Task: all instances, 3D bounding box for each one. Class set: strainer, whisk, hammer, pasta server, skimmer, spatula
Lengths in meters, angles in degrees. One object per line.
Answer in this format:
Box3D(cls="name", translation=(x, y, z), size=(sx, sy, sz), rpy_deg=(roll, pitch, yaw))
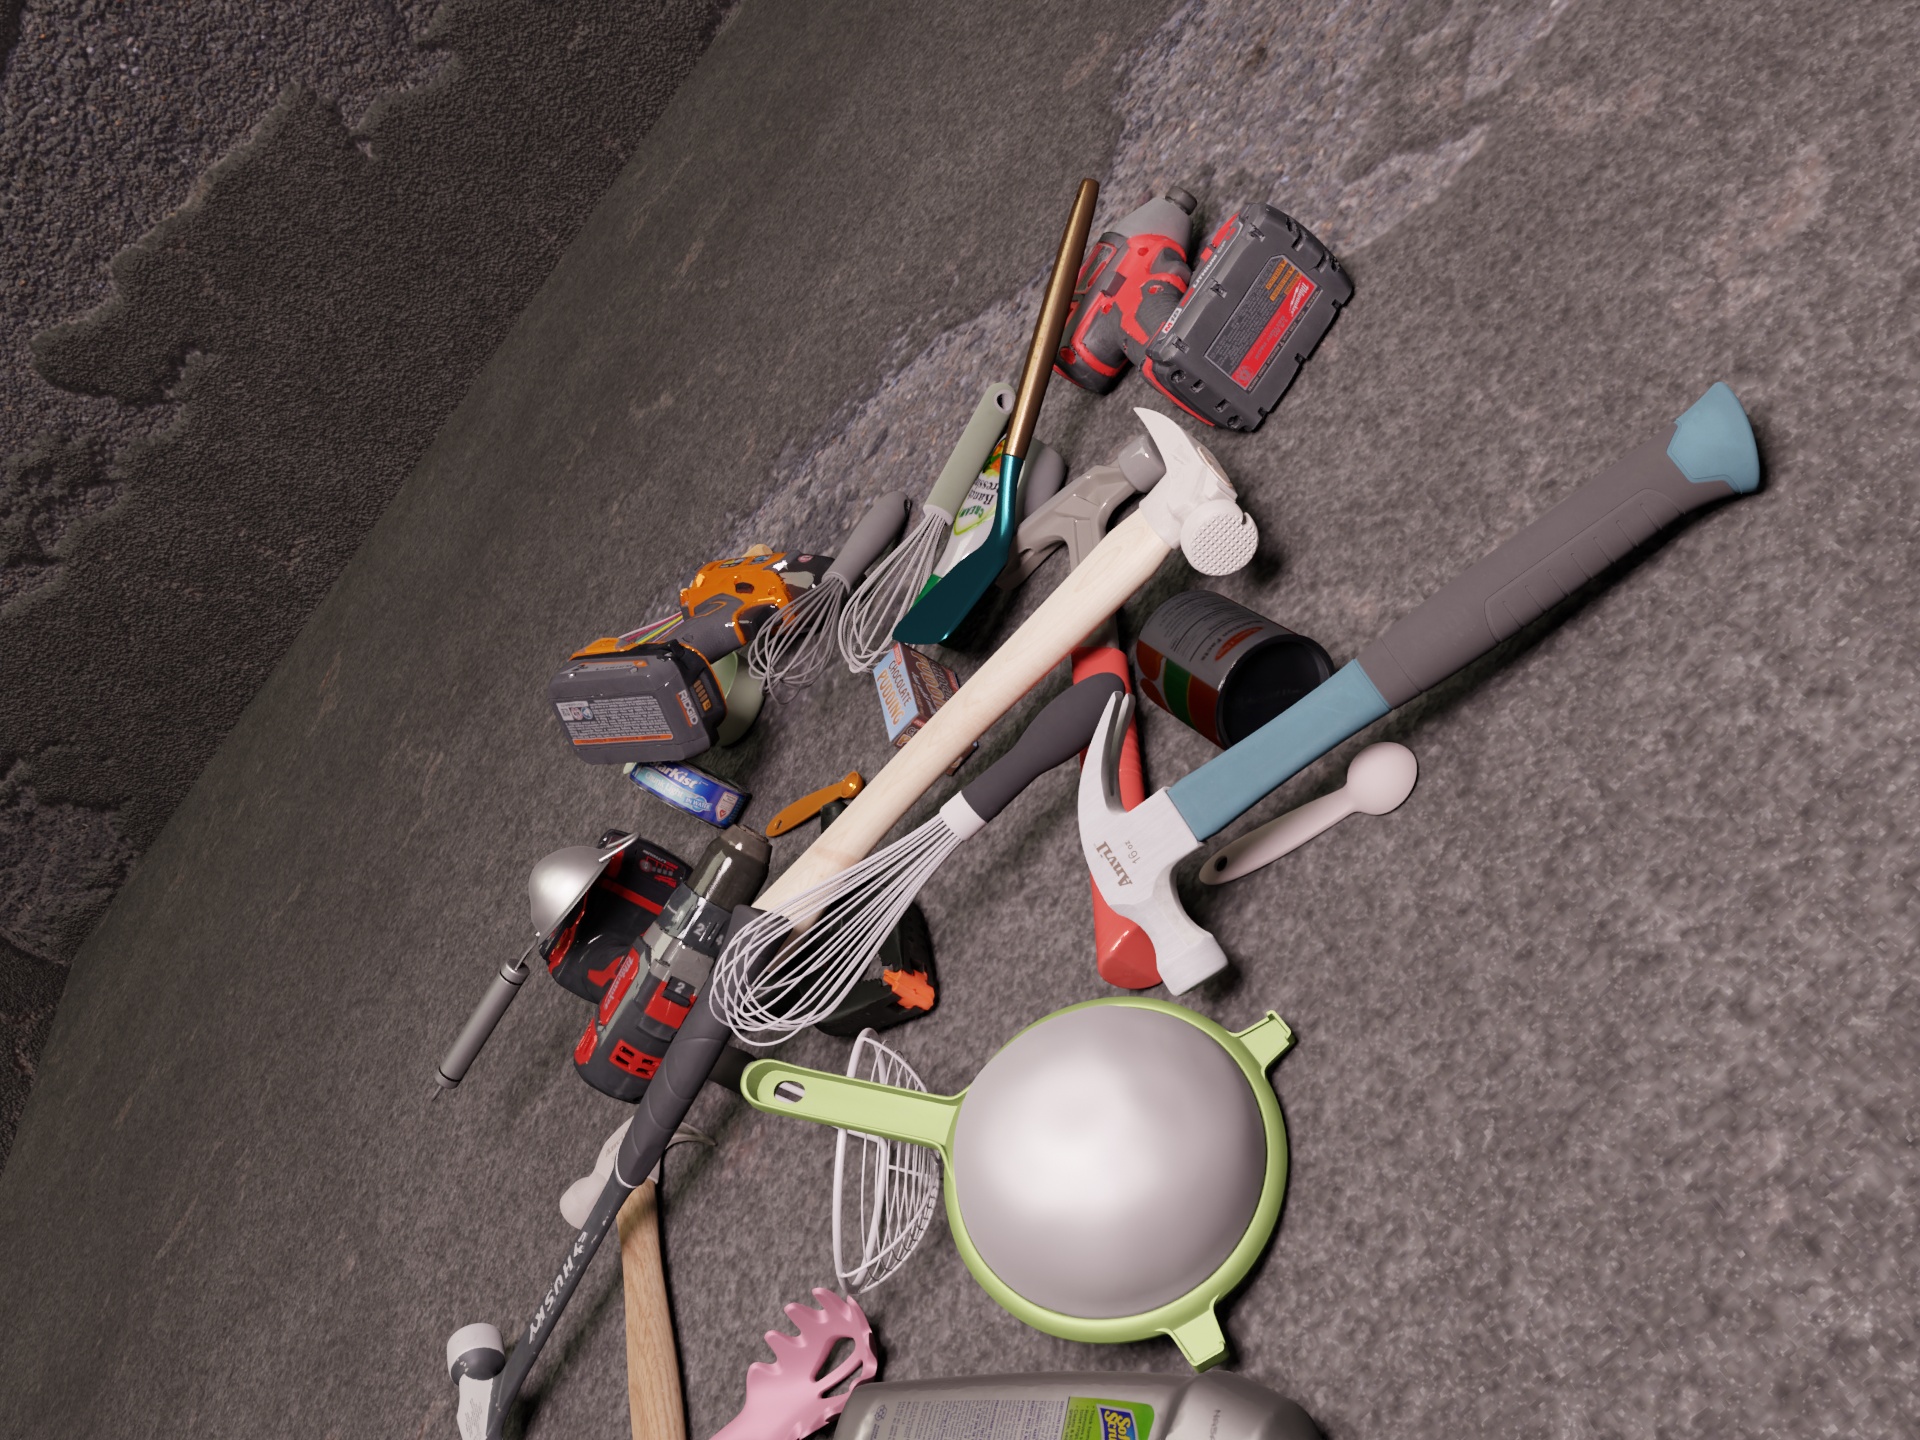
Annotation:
Box3D(cls="strainer", translation=(-0.310, 0.169, 1.113), size=(0.258, 0.050, 0.087), rpy_deg=(-56, 9, 13))
Box3D(cls="whisk", translation=(-0.087, -0.095, 1.141), size=(0.055, 0.055, 0.239), rpy_deg=(-27, 23, 42))
Box3D(cls="hammer", translation=(0.189, -0.023, 0.679), size=(0.331, 0.033, 0.128), rpy_deg=(-37, 75, 17))
Box3D(cls="hammer", translation=(-0.001, -0.003, 0.917), size=(0.410, 0.038, 0.146), rpy_deg=(-46, 30, 20))
Box3D(cls="whisk", translation=(-0.256, -0.085, 1.426), size=(0.245, 0.047, 0.051), rpy_deg=(-34, 37, 30))
Box3D(cls="hammer", translation=(-0.204, 0.282, 0.945), size=(0.409, 0.036, 0.149), rpy_deg=(-60, 31, 13))
Box3D(cls="whisk", translation=(-0.021, 0.072, 0.844), size=(0.284, 0.070, 0.070), rpy_deg=(-41, 33, 8))
Box3D(cls="whisk", translation=(-0.019, -0.139, 1.127), size=(0.059, 0.057, 0.246), rpy_deg=(-8, 52, 63))
Box3D(cls="hammer", translation=(0.072, -0.007, 0.883), size=(0.149, 0.036, 0.359), rpy_deg=(-37, 36, 32))
Box3D(cls="pasta server", translation=(-0.160, 0.395, 0.807), size=(0.316, 0.040, 0.060), rpy_deg=(-39, 49, 9))
Box3D(cls="strainer", translation=(0.008, 0.167, 0.680), size=(0.256, 0.069, 0.152), rpy_deg=(5, 58, 25))
Box3D(cls="skimmer", translation=(-0.116, 0.218, 0.902), size=(0.363, 0.090, 0.127), rpy_deg=(0, 88, 57))
Box3D(cls="spatula", translation=(0.032, -0.194, 1.004), size=(0.082, 0.044, 0.317), rpy_deg=(12, 85, 65))
Box3D(cls="hammer", translation=(-0.179, 0.361, 0.926), size=(0.130, 0.031, 0.332), rpy_deg=(-49, 32, 16))

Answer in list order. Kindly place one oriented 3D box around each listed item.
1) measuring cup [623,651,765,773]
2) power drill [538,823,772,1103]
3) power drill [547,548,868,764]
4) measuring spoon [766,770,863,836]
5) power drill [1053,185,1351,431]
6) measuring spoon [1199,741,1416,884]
Box3D(cls="measuring cup", translation=(-0.216, 0.007, 1.292), size=(0.167, 0.038, 0.083), rpy_deg=(-37, 36, 35))
Box3D(cls="power drill", translation=(-0.206, 0.139, 1.085), size=(0.188, 0.080, 0.227), rpy_deg=(-60, 22, -3))
Box3D(cls="power drill", translation=(-0.176, -0.058, 1.172), size=(0.164, 0.084, 0.226), rpy_deg=(-4, 29, 32))
Box3D(cls="measuring spoon", translation=(-0.101, 0.061, 1.105), size=(0.117, 0.011, 0.021), rpy_deg=(-29, 41, 46))
Box3D(cls="power drill", translation=(0.136, -0.263, 0.985), size=(0.143, 0.078, 0.220), rpy_deg=(-56, 27, 5))
Box3D(cls="measuring spoon", translation=(0.154, 0.045, 0.734), size=(0.124, 0.018, 0.034), rpy_deg=(-35, 38, 34))
